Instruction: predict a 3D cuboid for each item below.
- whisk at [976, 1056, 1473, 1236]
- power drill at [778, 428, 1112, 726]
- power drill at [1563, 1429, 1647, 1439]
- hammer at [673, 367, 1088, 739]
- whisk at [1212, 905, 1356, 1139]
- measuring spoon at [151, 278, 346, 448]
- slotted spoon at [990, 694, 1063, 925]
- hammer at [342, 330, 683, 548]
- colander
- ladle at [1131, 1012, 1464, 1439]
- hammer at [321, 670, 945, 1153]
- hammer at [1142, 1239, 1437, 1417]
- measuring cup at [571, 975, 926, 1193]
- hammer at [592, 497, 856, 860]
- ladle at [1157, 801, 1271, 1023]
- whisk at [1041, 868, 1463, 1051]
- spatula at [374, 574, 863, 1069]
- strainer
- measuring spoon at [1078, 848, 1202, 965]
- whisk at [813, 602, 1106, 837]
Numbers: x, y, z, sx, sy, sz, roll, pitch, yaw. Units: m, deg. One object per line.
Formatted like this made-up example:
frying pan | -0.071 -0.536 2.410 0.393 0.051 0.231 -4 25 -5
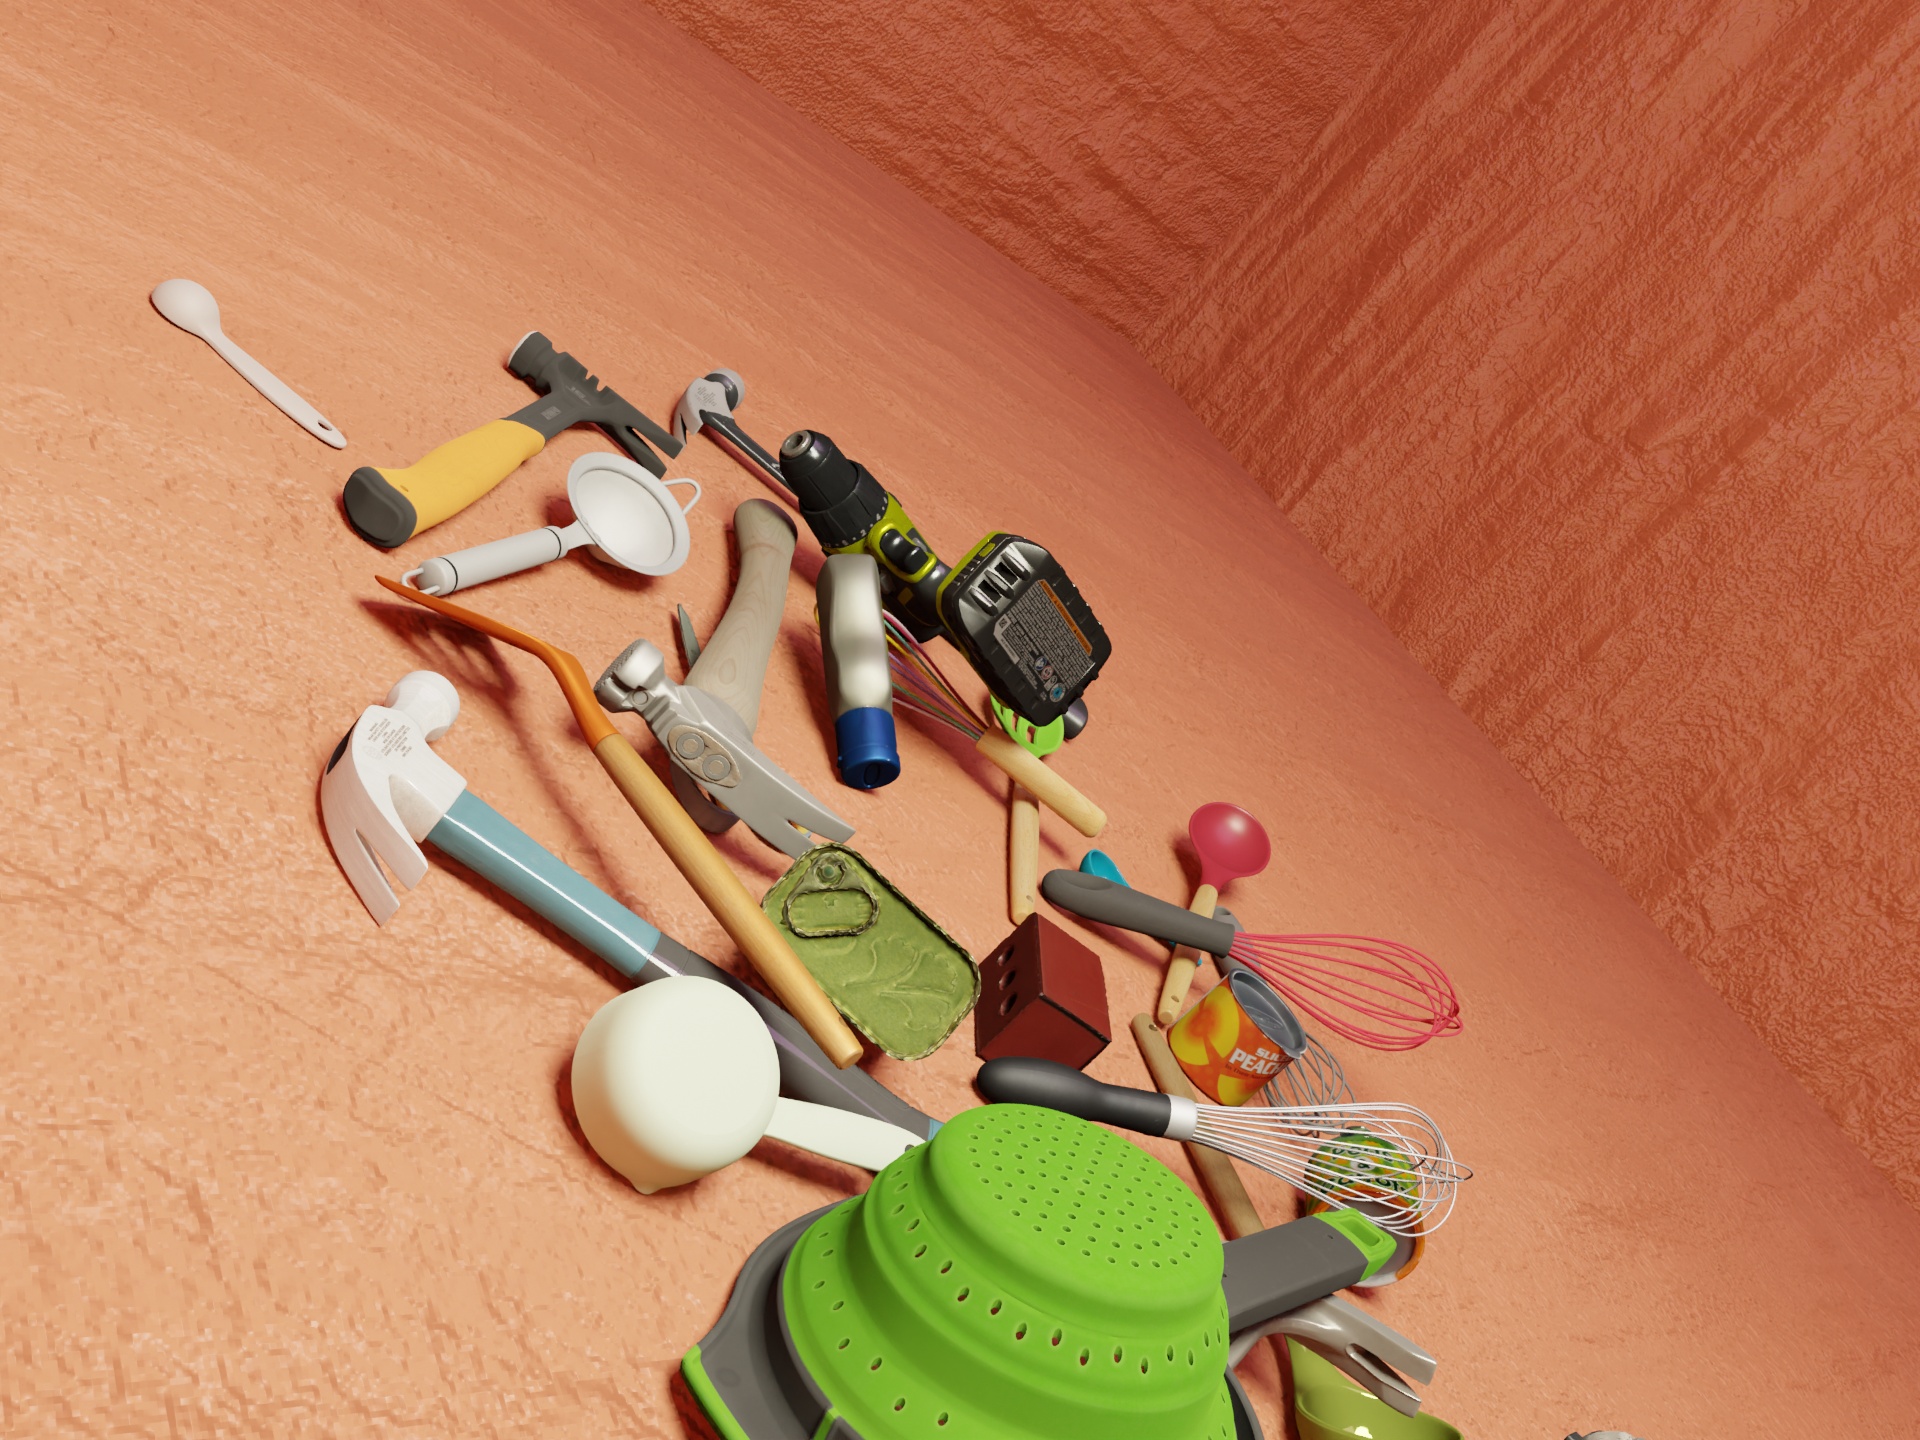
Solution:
whisk | 0.141 0.214 0.830 0.284 0.070 0.070 16 28 -15
power drill | -0.020 -0.101 1.069 0.229 0.080 0.190 34 -13 45
power drill | 0.228 0.341 0.635 0.226 0.185 0.084 23 26 -48
hammer | -0.058 -0.123 1.249 0.409 0.036 0.149 40 22 -8
whisk | 0.209 0.197 1.082 0.055 0.055 0.239 33 18 -24
measuring spoon | -0.368 -0.189 0.833 0.124 0.018 0.034 42 20 -5
slotted spoon | 0.044 0.049 1.103 0.070 0.031 0.314 36 23 -15
hammer | -0.264 -0.157 0.939 0.127 0.034 0.337 38 21 -9
colander | 0.082 0.209 0.631 0.396 0.094 0.205 5 21 -48
ladle | 0.160 0.265 0.844 0.078 0.062 0.321 13 30 -28
hammer | -0.122 0.106 0.673 0.331 0.033 0.128 38 20 -12
hammer | 0.066 0.286 0.605 0.149 0.036 0.359 24 15 26
measuring cup | -0.068 0.150 0.620 0.167 0.038 0.083 25 53 -29
hammer | -0.119 -0.052 0.957 0.146 0.038 0.411 42 16 -17
ladle | 0.174 0.134 1.133 0.069 0.031 0.315 29 25 6
whisk | 0.193 0.150 1.038 0.296 0.073 0.073 19 23 -4
spatula | -0.149 0.034 0.703 0.323 0.041 0.081 47 6 25
strainer | -0.226 -0.100 0.887 0.087 0.050 0.258 54 26 -1
measuring spoon | 0.121 0.136 1.095 0.128 0.021 0.042 43 26 -26
whisk | -0.002 -0.003 1.073 0.245 0.047 0.051 39 30 3
